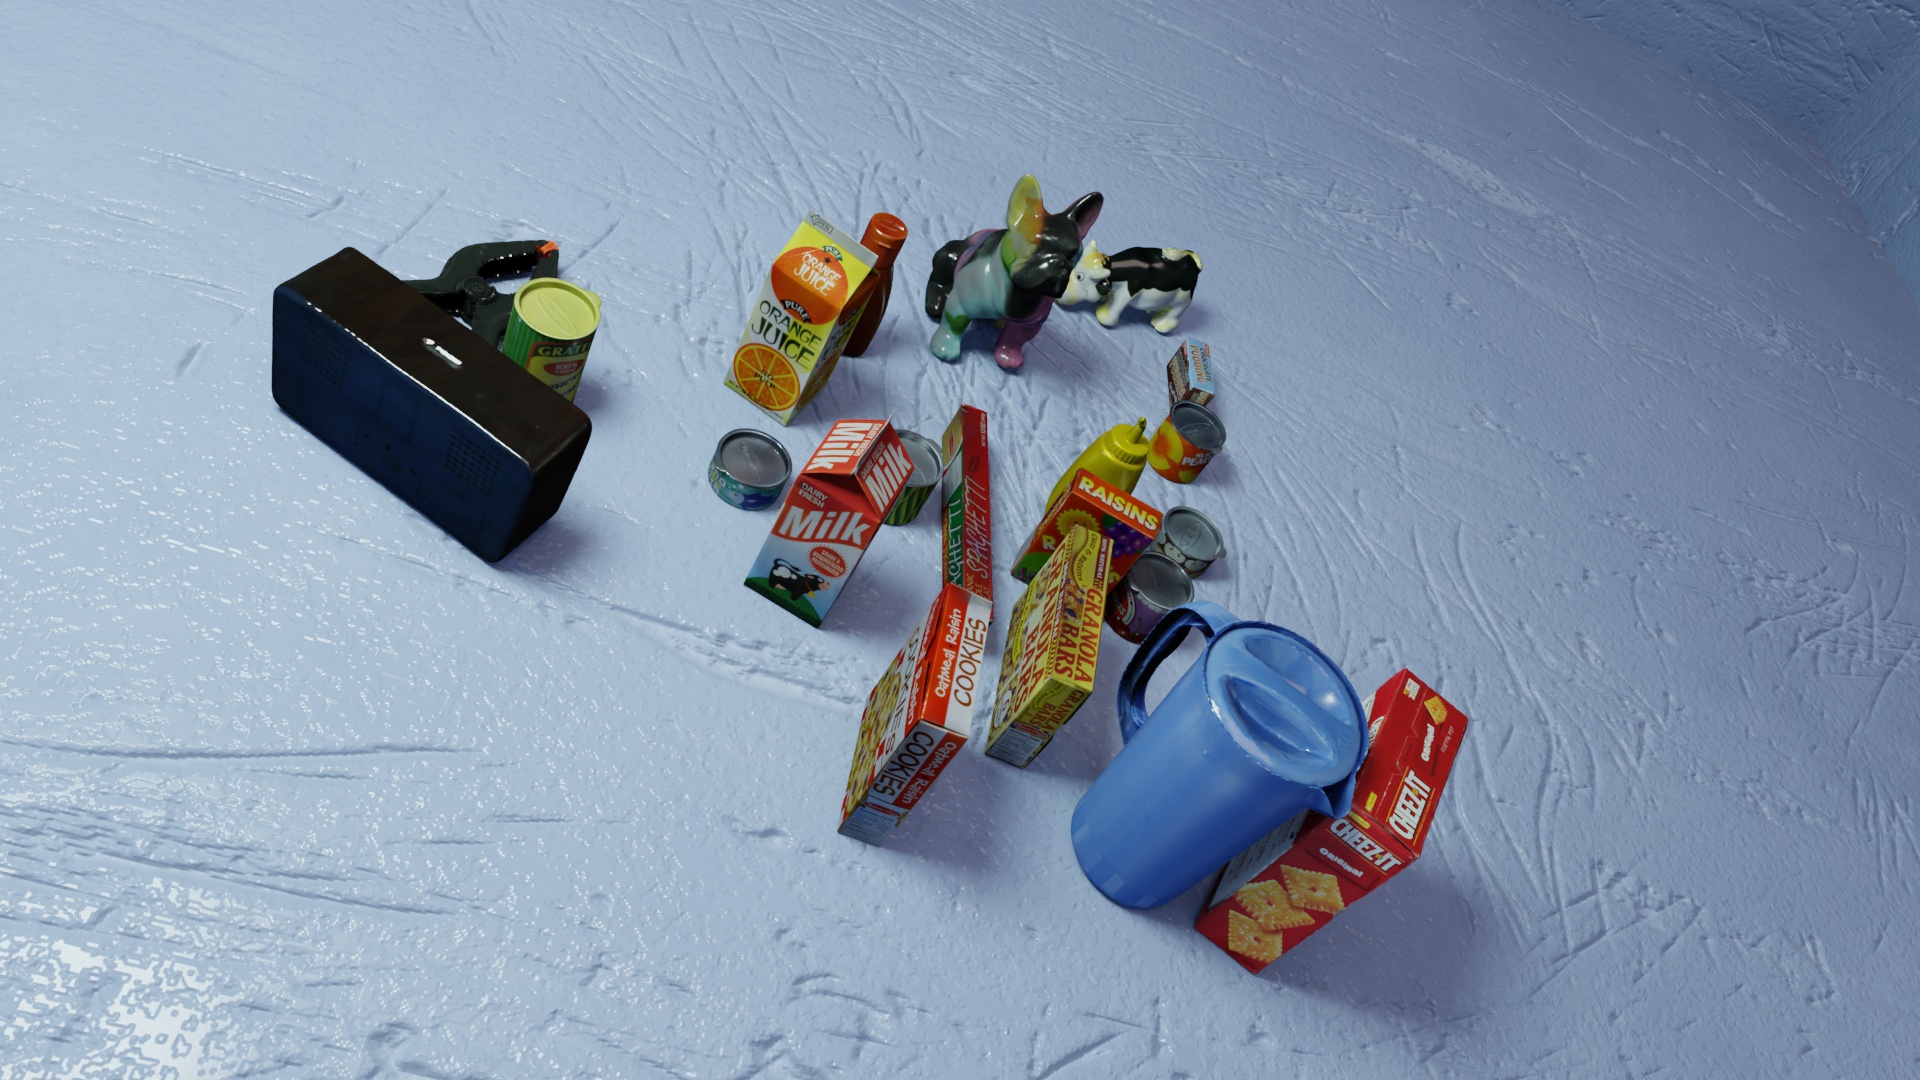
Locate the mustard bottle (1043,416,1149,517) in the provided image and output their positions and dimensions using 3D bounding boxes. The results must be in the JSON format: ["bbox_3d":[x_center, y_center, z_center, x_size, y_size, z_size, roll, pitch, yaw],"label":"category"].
[{"bbox_3d":[0.134,-0.060,1.268,0.065,0.159,0.049,35,44,1],"label":"mustard bottle"}]

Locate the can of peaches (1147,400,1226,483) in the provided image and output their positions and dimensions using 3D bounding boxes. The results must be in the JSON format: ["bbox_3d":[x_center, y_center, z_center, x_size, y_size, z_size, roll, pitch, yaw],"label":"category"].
[{"bbox_3d":[0.232,-0.099,1.430,0.071,0.057,0.071,16,47,-18],"label":"can of peaches"}]

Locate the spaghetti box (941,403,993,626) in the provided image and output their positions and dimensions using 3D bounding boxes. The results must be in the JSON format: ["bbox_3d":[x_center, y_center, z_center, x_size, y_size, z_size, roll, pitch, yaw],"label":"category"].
[{"bbox_3d":[0.004,-0.015,1.235,0.029,0.050,0.251,15,47,-18],"label":"spaghetti box"}]

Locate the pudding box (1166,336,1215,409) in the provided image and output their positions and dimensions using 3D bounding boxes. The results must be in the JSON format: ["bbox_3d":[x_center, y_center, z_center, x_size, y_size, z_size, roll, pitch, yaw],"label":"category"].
[{"bbox_3d":[0.250,-0.174,1.510,0.030,0.049,0.084,18,47,-16],"label":"pudding box"}]

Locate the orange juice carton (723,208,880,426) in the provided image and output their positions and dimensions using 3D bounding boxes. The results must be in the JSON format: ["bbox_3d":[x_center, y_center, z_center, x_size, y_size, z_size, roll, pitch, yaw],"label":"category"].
[{"bbox_3d":[-0.134,-0.198,1.211,0.072,0.191,0.073,35,44,2],"label":"orange juice carton"}]

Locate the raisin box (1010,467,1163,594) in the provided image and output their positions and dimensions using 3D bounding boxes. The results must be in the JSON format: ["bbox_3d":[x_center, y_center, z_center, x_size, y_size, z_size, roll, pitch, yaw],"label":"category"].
[{"bbox_3d":[0.111,0.003,1.228,0.086,0.122,0.040,30,45,-4],"label":"raisin box"}]

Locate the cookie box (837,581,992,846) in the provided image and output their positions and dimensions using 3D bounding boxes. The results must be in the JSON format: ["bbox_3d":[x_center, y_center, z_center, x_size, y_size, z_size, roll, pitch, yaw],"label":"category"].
[{"bbox_3d":[-0.035,0.128,1.008,0.040,0.166,0.123,22,46,-12],"label":"cookie box"}]

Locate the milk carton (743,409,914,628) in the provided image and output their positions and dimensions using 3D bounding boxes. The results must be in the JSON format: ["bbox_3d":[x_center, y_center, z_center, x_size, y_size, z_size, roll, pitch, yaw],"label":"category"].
[{"bbox_3d":[-0.098,-0.022,1.083,0.073,0.189,0.073,31,44,-3],"label":"milk carton"}]

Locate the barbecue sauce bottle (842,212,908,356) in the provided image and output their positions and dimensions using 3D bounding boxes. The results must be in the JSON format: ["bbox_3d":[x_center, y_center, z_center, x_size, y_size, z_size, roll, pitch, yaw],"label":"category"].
[{"bbox_3d":[-0.093,-0.240,1.301,0.065,0.147,0.044,19,46,-15],"label":"barbecue sauce bottle"}]

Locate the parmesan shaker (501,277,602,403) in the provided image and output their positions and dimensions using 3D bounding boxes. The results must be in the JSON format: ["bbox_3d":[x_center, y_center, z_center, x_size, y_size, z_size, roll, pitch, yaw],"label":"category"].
[{"bbox_3d":[-0.333,-0.153,1.123,0.071,0.102,0.072,16,47,-18],"label":"parmesan shaker"}]

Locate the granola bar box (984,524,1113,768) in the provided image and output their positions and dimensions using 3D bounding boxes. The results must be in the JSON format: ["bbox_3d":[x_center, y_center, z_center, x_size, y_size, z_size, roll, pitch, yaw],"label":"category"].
[{"bbox_3d":[0.074,0.086,1.136,0.039,0.123,0.166,24,45,-10],"label":"granola bar box"}]

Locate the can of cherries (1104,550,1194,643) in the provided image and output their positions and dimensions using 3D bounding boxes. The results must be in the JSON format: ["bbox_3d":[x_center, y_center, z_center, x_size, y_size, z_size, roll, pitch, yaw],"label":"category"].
[{"bbox_3d":[0.168,0.052,1.265,0.071,0.058,0.072,16,47,-18],"label":"can of cherries"}]

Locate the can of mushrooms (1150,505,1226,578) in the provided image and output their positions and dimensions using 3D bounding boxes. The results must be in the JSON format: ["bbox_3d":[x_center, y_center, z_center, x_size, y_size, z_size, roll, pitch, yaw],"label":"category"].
[{"bbox_3d":[0.222,0.003,1.354,0.071,0.033,0.071,16,47,-18],"label":"can of mushrooms"}]

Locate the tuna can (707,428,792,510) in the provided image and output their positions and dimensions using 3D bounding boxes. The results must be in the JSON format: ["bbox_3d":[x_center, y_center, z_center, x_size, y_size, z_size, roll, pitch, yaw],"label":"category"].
[{"bbox_3d":[-0.181,-0.060,1.180,0.071,0.032,0.071,16,47,-18],"label":"tuna can"}]

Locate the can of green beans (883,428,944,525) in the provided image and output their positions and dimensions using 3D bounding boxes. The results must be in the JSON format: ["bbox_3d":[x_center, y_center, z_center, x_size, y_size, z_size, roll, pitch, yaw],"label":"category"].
[{"bbox_3d":[-0.056,-0.056,1.230,0.071,0.057,0.071,16,47,-18],"label":"can of green beans"}]
